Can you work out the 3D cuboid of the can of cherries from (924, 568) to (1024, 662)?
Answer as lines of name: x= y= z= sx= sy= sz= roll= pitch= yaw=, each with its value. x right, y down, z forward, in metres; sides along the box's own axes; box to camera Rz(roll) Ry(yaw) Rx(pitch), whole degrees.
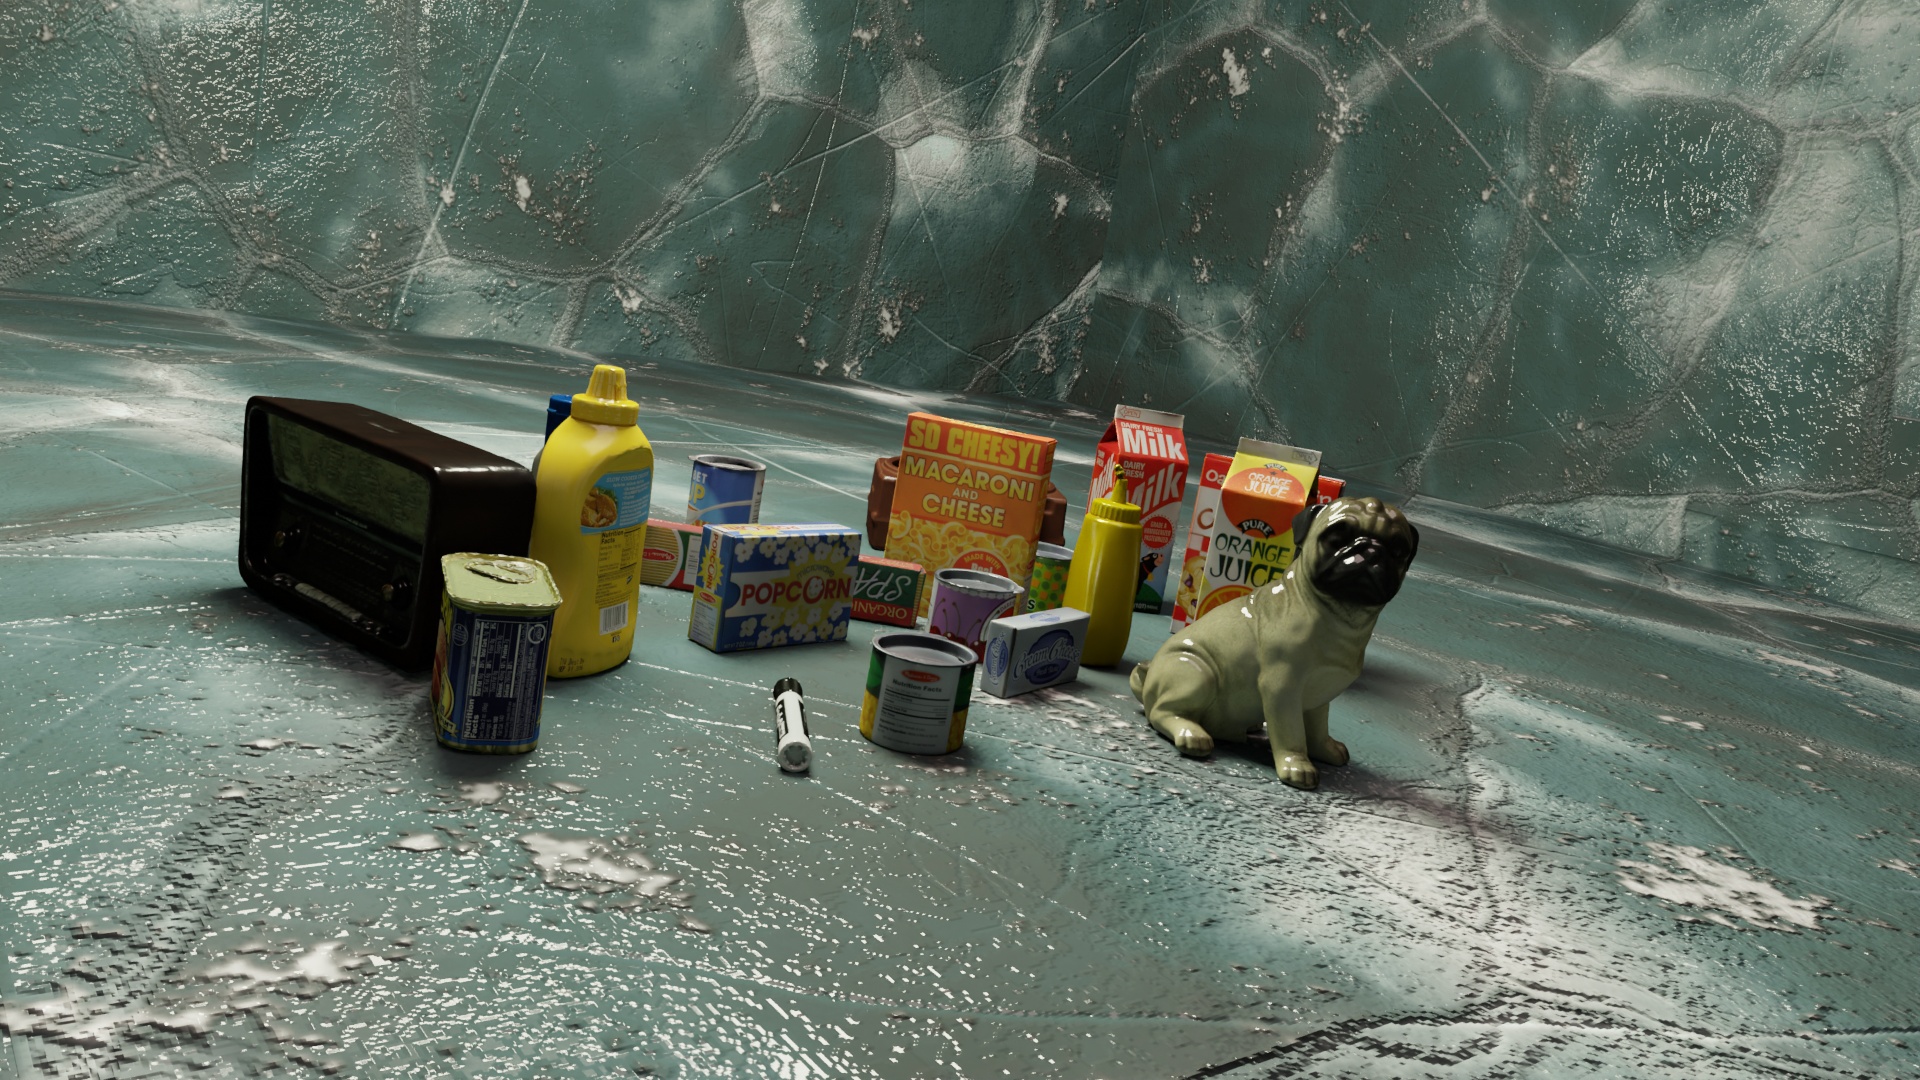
can of cherries: x=0.010 y=0.058 z=1.077 sx=0.071 sy=0.058 sz=0.071 roll=10 pitch=10 yaw=-2

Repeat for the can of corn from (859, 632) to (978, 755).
can of corn: x=-0.026 y=0.094 z=0.860 sx=0.071 sy=0.058 sz=0.071 roll=10 pitch=10 yaw=-2

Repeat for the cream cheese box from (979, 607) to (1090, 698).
cream cheese box: x=0.056 y=0.081 z=1.015 sx=0.024 sy=0.053 sz=0.104 roll=17 pitch=13 yaw=34

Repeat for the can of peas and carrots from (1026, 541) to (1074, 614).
can of peas and carrots: x=0.070 y=0.036 z=1.251 sx=0.071 sy=0.058 sz=0.071 roll=10 pitch=10 yaw=-2

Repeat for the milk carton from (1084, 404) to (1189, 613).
milk carton: x=0.166 y=-0.032 z=1.341 sx=0.072 sy=0.190 sz=0.073 roll=8 pitch=10 yaw=-13

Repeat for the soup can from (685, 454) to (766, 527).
soup can: x=-0.219 y=-0.032 z=1.271 sx=0.071 sy=0.083 sz=0.071 roll=10 pitch=10 yaw=-2

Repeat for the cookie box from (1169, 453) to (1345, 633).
cookie box: x=0.266 y=0.015 z=1.248 sx=0.123 sy=0.167 sz=0.040 roll=13 pitch=11 yaw=18

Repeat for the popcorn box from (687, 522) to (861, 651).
popcorn box: x=-0.133 y=0.032 z=1.012 sx=0.038 sy=0.085 sz=0.127 roll=19 pitch=13 yaw=40

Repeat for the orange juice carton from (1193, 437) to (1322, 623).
orange juice carton: x=0.253 y=0.012 z=1.185 sx=0.072 sy=0.192 sz=0.073 roll=14 pitch=11 yaw=20

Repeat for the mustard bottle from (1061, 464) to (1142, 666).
mustard bottle: x=0.117 y=0.019 z=1.110 sx=0.049 sy=0.160 sz=0.065 roll=7 pitch=11 yaw=-17

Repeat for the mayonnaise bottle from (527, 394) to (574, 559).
mayonnaise bottle: x=-0.293 y=-0.032 z=1.027 sx=0.041 sy=0.147 sz=0.065 roll=0 pitch=14 yaw=-46

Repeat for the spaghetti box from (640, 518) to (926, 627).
spaghetti box: x=-0.154 y=0.025 z=1.122 sx=0.250 sy=0.050 sz=0.029 roll=10 pitch=10 yaw=-2

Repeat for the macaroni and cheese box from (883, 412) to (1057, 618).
macaroni and cheese box: x=0.004 y=-0.015 z=1.162 sx=0.124 sy=0.166 sz=0.040 roll=12 pitch=10 yaw=13
